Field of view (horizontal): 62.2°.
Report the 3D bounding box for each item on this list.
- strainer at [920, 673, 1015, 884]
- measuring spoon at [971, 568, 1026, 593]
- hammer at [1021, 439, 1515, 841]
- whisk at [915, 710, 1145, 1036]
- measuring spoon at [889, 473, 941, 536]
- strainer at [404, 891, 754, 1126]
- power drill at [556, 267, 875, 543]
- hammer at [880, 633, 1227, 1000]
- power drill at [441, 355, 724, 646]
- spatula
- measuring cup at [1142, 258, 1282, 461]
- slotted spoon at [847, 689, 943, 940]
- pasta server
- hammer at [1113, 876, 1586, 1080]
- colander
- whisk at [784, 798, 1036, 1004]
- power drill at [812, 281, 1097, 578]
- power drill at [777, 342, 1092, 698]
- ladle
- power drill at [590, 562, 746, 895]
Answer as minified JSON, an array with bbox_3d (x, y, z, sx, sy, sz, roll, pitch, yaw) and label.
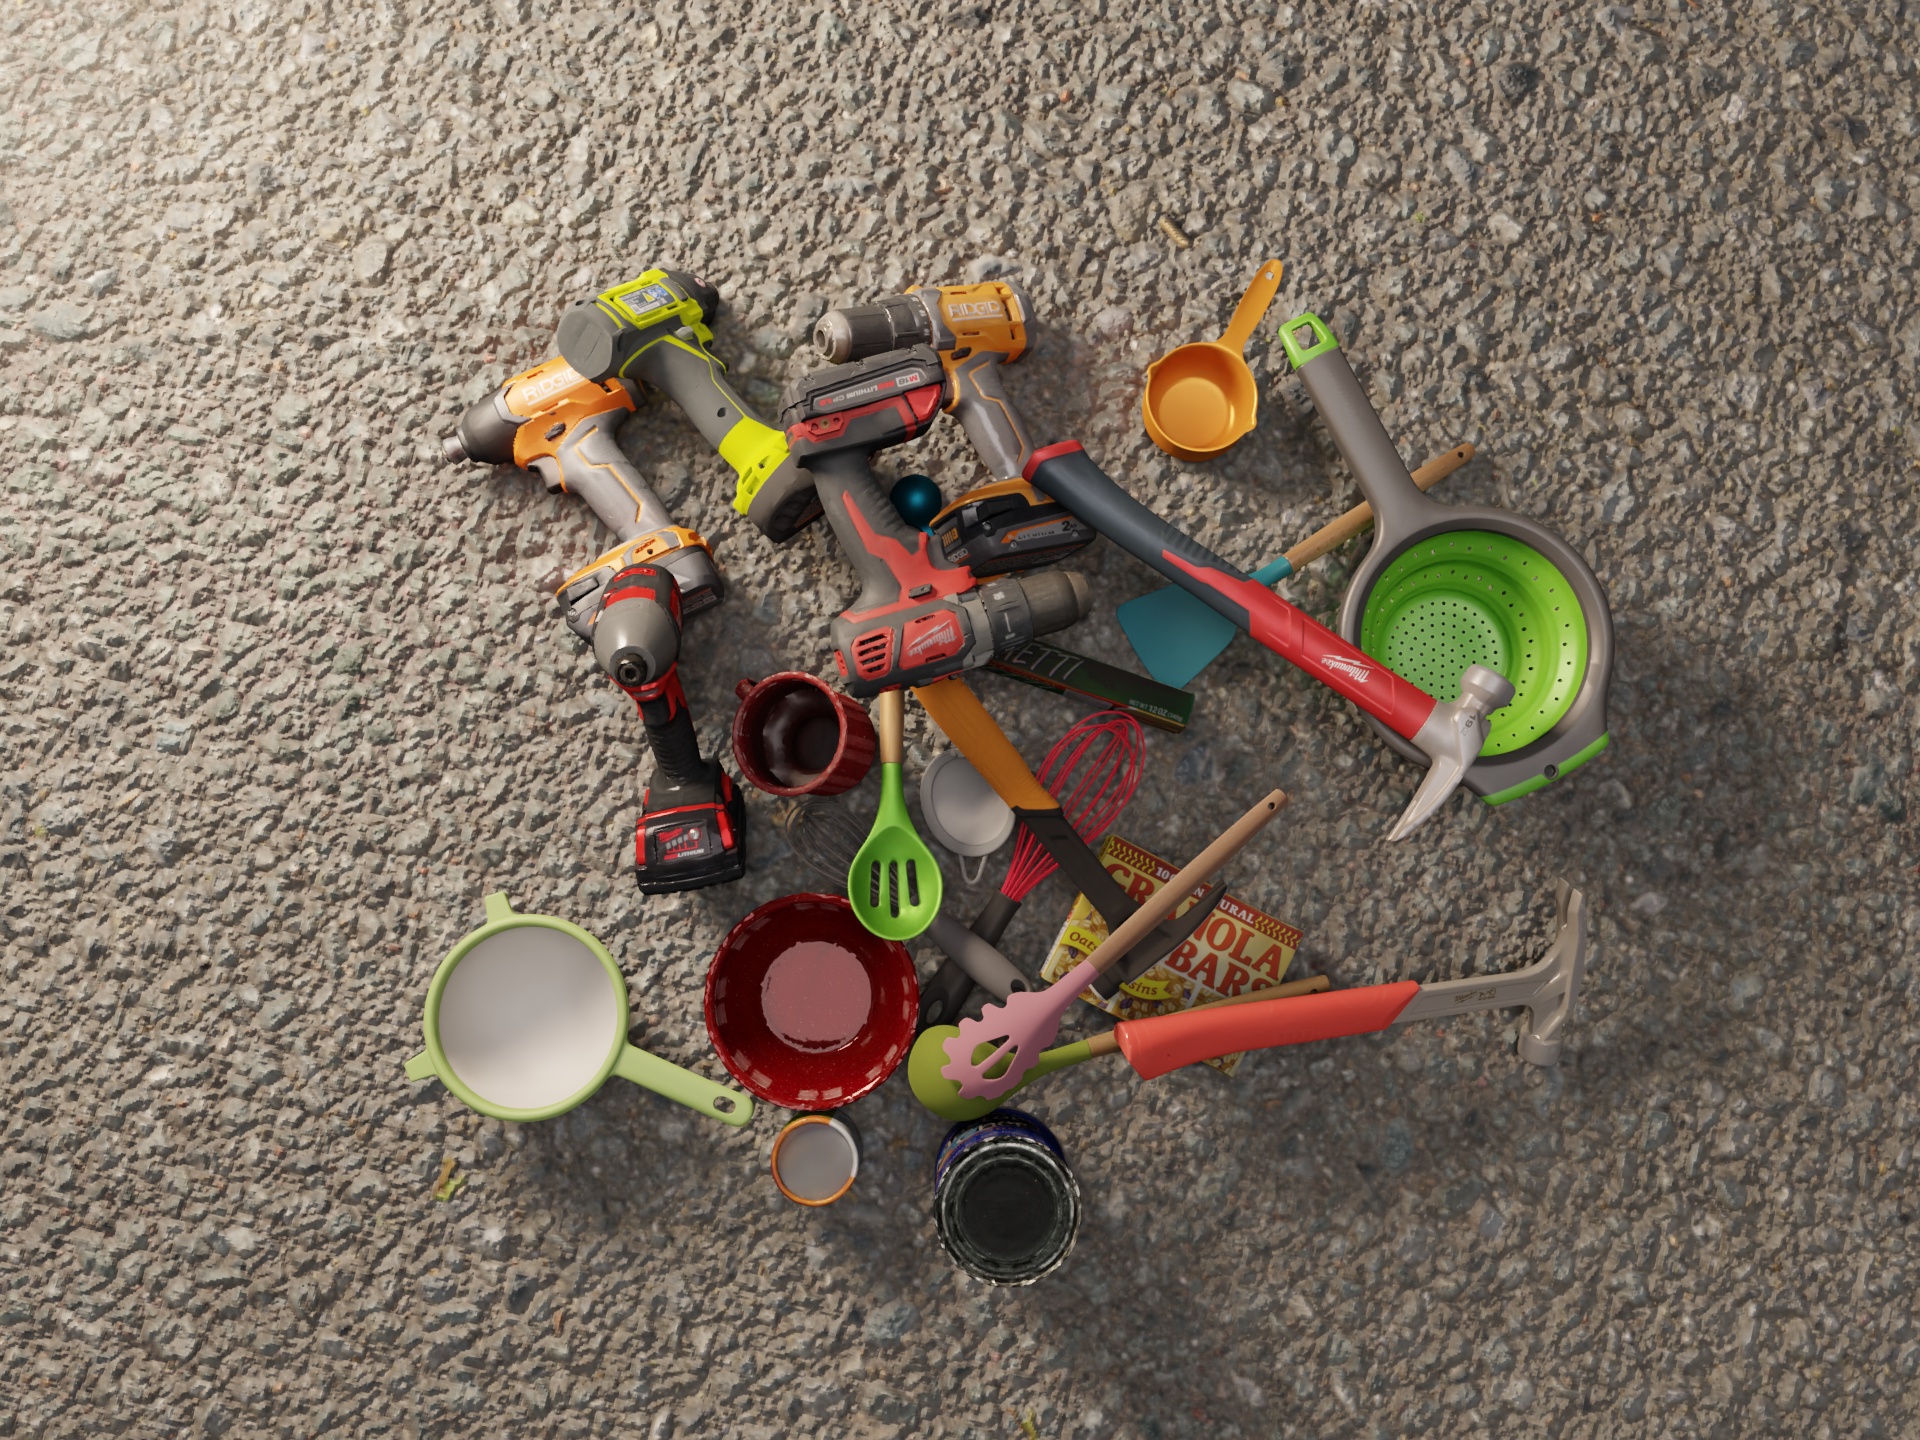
[{"bbox_3d":[-0.002,-0.004,1.213,0.087,0.050,0.258,-2,106,32],"label":"strainer"},{"bbox_3d":[0.007,-0.107,1.241,0.117,0.011,0.021,-27,80,-33],"label":"measuring spoon"},{"bbox_3d":[0.203,-0.071,1.158,0.386,0.038,0.143,34,88,3],"label":"hammer"},{"bbox_3d":[0.049,0.119,1.222,0.073,0.073,0.296,33,91,2],"label":"whisk"},{"bbox_3d":[-0.015,-0.140,1.262,0.042,0.021,0.129,-29,84,-3],"label":"measuring spoon"},{"bbox_3d":[-0.271,0.243,1.197,0.256,0.069,0.151,24,82,1],"label":"strainer"},{"bbox_3d":[-0.176,-0.252,1.216,0.223,0.171,0.080,43,126,1],"label":"power drill"},{"bbox_3d":[0.047,0.042,1.169,0.127,0.034,0.337,-40,92,7],"label":"hammer"},{"bbox_3d":[-0.295,-0.171,1.236,0.164,0.084,0.226,-25,81,-3],"label":"power drill"},{"bbox_3d":[0.277,-0.136,1.268,0.317,0.044,0.082,-31,85,-8],"label":"spatula"},{"bbox_3d":[0.208,-0.286,1.267,0.095,0.052,0.173,29,83,2],"label":"measuring cup"},{"bbox_3d":[-0.049,0.008,1.190,0.070,0.031,0.314,1,79,-6],"label":"slotted spoon"},{"bbox_3d":[0.113,0.157,1.136,0.316,0.040,0.060,-41,90,-6],"label":"pasta server"},{"bbox_3d":[0.289,0.206,1.166,0.359,0.037,0.149,-5,112,-12],"label":"hammer"},{"bbox_3d":[0.346,-0.127,1.228,0.204,0.094,0.397,-27,86,-2],"label":"colander"},{"bbox_3d":[-0.038,0.141,1.201,0.239,0.055,0.055,38,85,15],"label":"whisk"},{"bbox_3d":[-0.004,-0.225,1.213,0.185,0.084,0.226,-13,83,-33],"label":"power drill"},{"bbox_3d":[-0.020,-0.142,1.118,0.188,0.080,0.226,-17,92,-9],"label":"power drill"},{"bbox_3d":[0.118,0.230,1.184,0.320,0.062,0.078,-14,114,-5],"label":"ladle"},{"bbox_3d":[-0.214,0.009,1.148,0.078,0.143,0.219,-10,117,-2],"label":"power drill"}]
